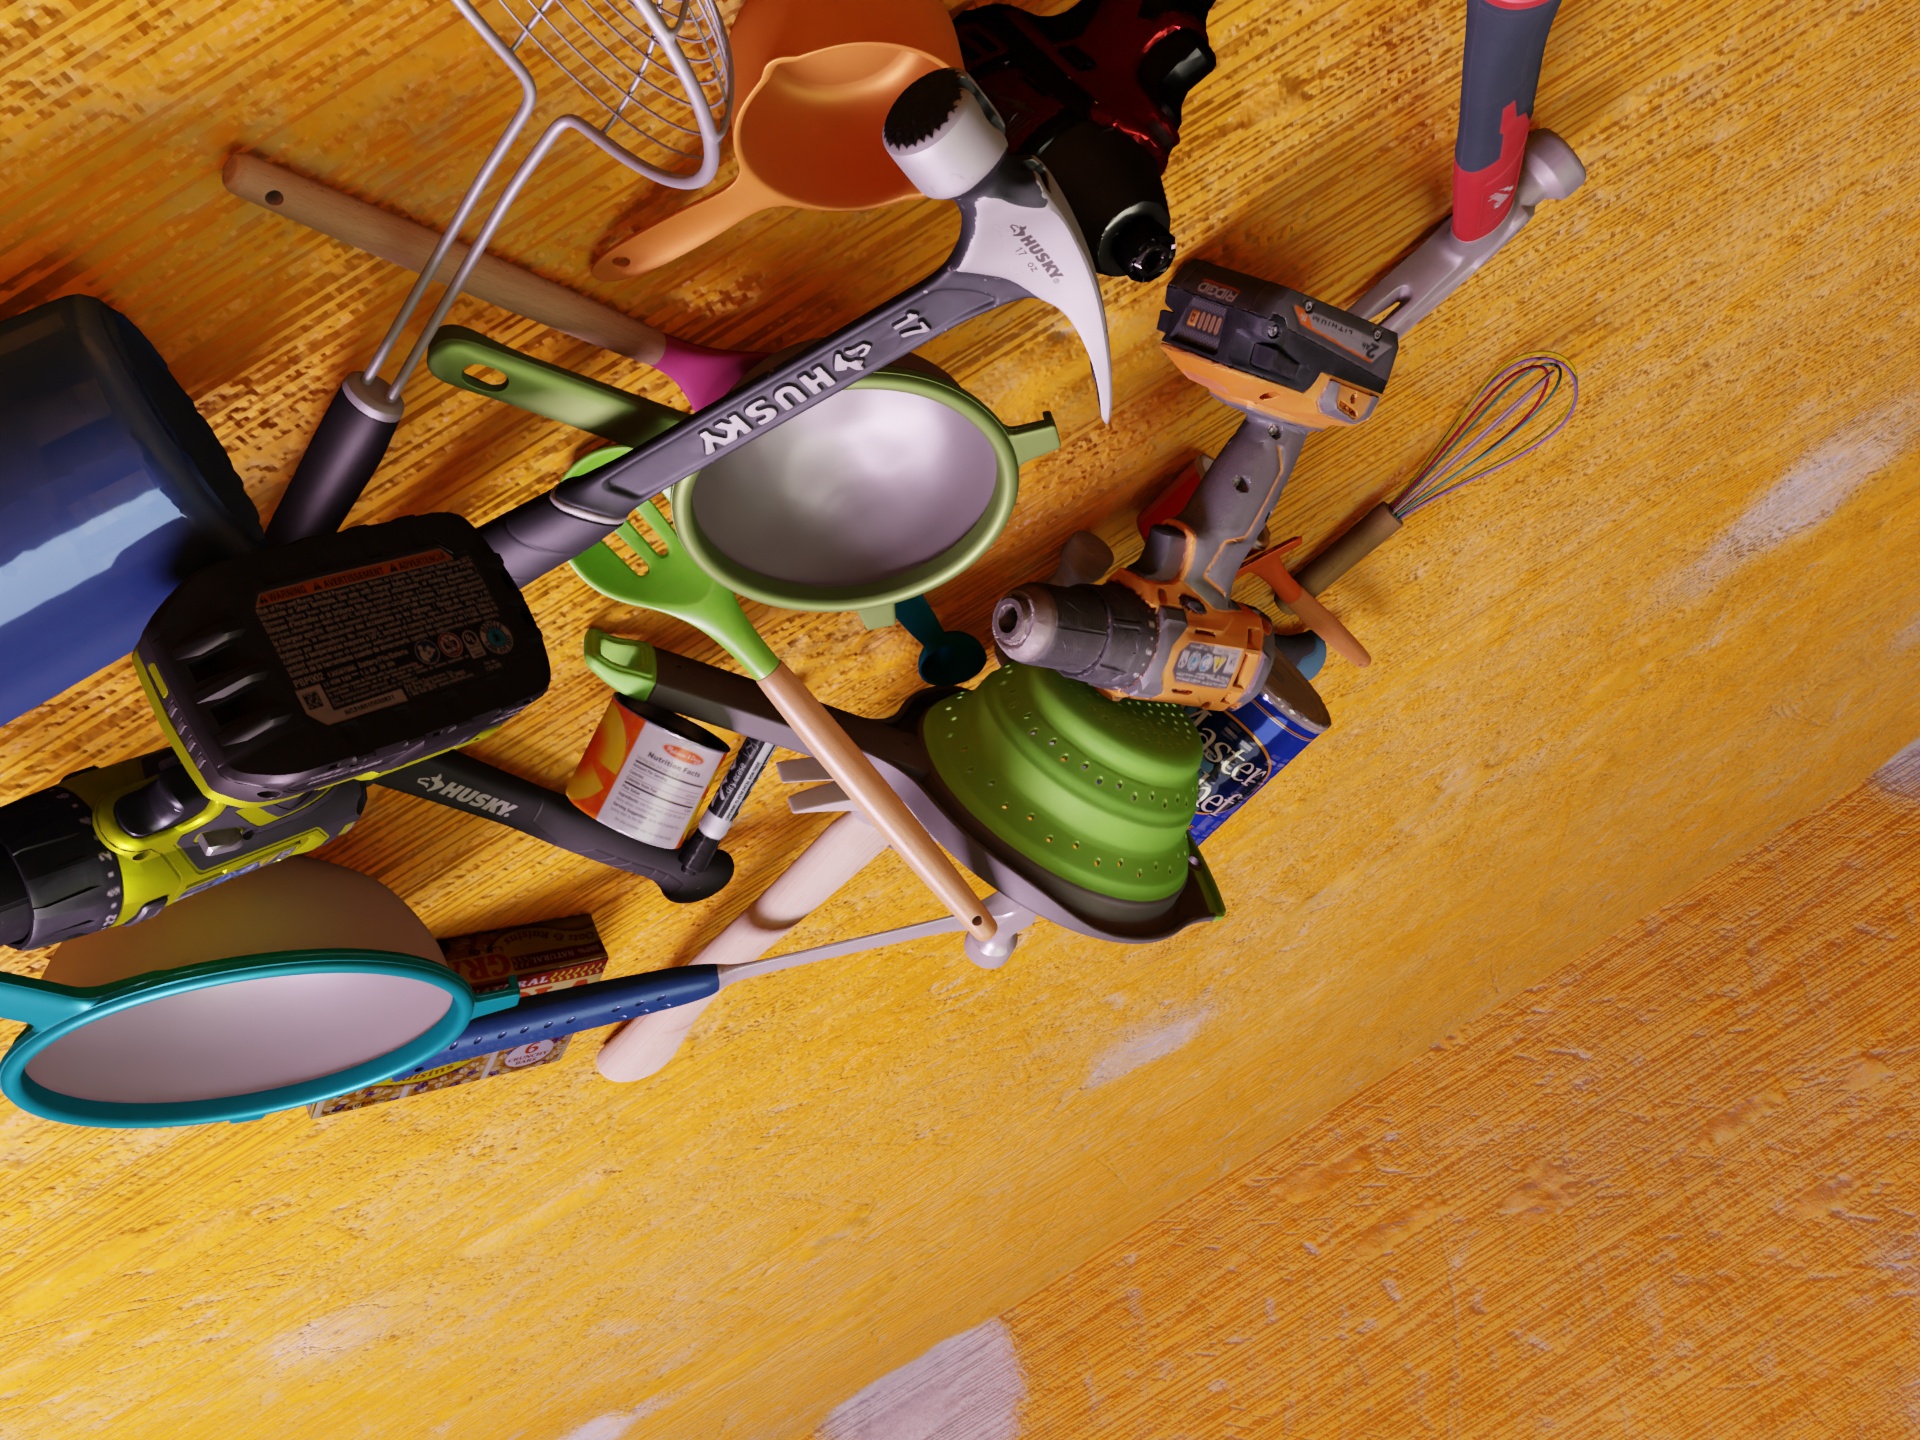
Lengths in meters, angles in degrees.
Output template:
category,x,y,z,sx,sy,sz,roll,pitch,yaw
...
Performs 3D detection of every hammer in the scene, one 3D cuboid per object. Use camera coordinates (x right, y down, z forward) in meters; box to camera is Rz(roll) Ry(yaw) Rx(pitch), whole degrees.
category,x,y,z,sx,sy,sz,roll,pitch,yaw
hammer,0.149,-0.054,1.072,0.330,0.033,0.128,3,135,-46
hammer,-0.145,0.140,1.026,0.146,0.038,0.410,2,146,-41
hammer,-0.139,0.152,0.972,0.405,0.035,0.144,-10,153,-20
hammer,0.222,-0.248,0.699,0.143,0.038,0.386,-41,172,15
hammer,-0.225,0.047,0.871,0.146,0.035,0.334,-37,151,11
hammer,-0.128,-0.093,0.629,0.409,0.036,0.149,-24,142,24

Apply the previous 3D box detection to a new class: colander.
category,x,y,z,sx,sy,sz,roll,pitch,yaw
colander,-0.001,-0.003,0.859,0.396,0.205,0.094,19,118,-26

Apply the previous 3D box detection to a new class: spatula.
category,x,y,z,sx,sy,sz,roll,pitch,yaw
spatula,0.231,-0.071,1.064,0.081,0.041,0.322,-27,156,21

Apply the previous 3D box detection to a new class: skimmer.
category,x,y,z,sx,sy,sz,roll,pitch,yaw
skimmer,-0.191,-0.135,0.527,0.363,0.127,0.090,-41,-169,39

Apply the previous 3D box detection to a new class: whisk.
category,x,y,z,sx,sy,sz,roll,pitch,yaw
whisk,0.304,-0.156,1.063,0.047,0.051,0.245,29,122,-34

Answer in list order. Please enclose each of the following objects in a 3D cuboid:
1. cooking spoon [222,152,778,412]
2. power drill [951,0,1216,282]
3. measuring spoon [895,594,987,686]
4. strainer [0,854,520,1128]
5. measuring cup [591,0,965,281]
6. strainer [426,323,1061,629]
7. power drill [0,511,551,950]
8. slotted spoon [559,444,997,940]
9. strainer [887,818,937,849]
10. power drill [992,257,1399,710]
category,x,y,z,sx,sy,sz,roll,pitch,yaw
cooking spoon,-0.144,-0.160,0.648,0.068,0.017,0.318,-41,150,25
power drill,0.093,-0.266,0.585,0.219,0.143,0.078,-43,146,14
measuring spoon,-0.023,-0.062,0.920,0.042,0.021,0.128,-23,143,11
strainer,-0.381,0.103,0.735,0.211,0.095,0.340,-25,154,14
measuring cup,-0.077,-0.221,0.599,0.173,0.052,0.095,-19,159,29
strainer,-0.096,-0.130,0.674,0.256,0.069,0.151,15,139,-31
power drill,-0.277,0.018,0.586,0.228,0.080,0.190,-29,179,37
slotted spoon,-0.078,-0.004,0.765,0.070,0.031,0.313,-39,110,0
strainer,0.037,0.045,1.085,0.258,0.050,0.086,-4,137,-32
power drill,0.117,-0.115,0.821,0.185,0.084,0.226,5,111,-42
